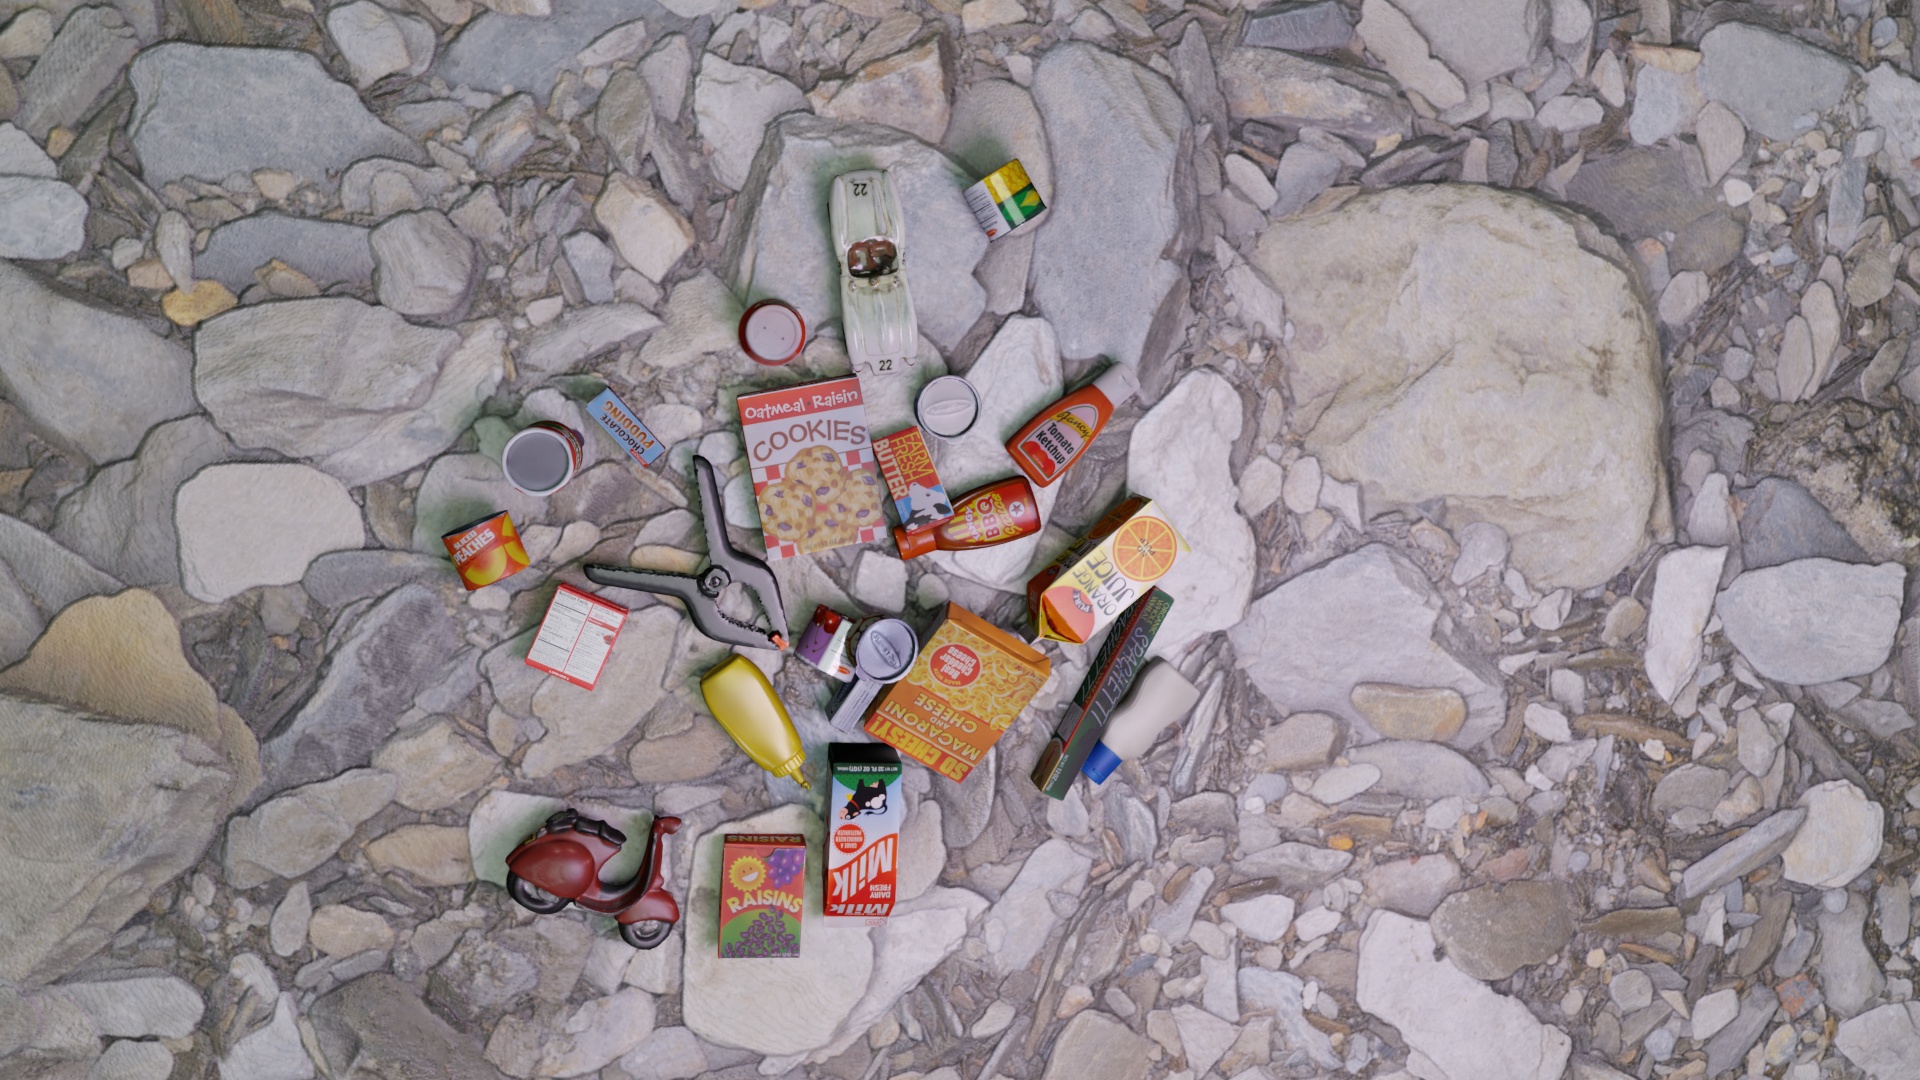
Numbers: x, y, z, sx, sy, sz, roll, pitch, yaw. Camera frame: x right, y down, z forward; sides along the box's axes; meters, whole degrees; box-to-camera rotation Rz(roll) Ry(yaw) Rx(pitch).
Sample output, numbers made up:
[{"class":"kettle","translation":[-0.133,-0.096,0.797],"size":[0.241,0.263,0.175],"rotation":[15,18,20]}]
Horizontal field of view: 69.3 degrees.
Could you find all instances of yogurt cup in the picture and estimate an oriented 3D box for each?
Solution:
[{"class":"yogurt cup","translation":[-0.184,-0.204,1.363],"size":[0.072,0.054,0.072],"rotation":[-1,99,-9]}]

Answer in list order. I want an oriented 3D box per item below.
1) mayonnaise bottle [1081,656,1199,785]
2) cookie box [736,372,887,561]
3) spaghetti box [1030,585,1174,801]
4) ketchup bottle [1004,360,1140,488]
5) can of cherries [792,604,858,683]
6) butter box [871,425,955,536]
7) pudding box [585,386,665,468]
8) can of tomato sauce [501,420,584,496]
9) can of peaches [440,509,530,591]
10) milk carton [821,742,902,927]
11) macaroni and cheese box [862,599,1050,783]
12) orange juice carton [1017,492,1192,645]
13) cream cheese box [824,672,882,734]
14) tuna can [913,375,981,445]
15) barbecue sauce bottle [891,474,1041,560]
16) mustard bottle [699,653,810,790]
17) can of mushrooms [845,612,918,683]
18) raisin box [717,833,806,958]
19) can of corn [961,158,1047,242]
[{"class":"mayonnaise bottle","translation":[0.186,0.197,1.493],"size":[0.064,0.041,0.148],"rotation":[43,90,-12]},{"class":"cookie box","translation":[-0.149,-0.075,1.395],"size":[0.123,0.040,0.167],"rotation":[-11,101,-9]},{"class":"spaghetti box","translation":[0.150,0.158,1.476],"size":[0.028,0.050,0.250],"rotation":[28,92,-15]},{"class":"ketchup bottle","translation":[0.119,-0.124,1.434],"size":[0.149,0.043,0.064],"rotation":[-42,103,-3]},{"class":"can of cherries","translation":[-0.130,0.103,1.410],"size":[0.071,0.071,0.058],"rotation":[27,89,-13]},{"class":"butter box","translation":[-0.048,-0.060,1.402],"size":[0.053,0.024,0.103],"rotation":[-21,76,-5]},{"class":"pudding box","translation":[-0.326,-0.110,1.352],"size":[0.030,0.050,0.083],"rotation":[-42,103,-3]},{"class":"can of tomato sauce","translation":[-0.397,-0.079,1.326],"size":[0.071,0.083,0.071],"rotation":[-1,99,-10]},{"class":"can of peaches","translation":[-0.456,0.010,1.335],"size":[0.071,0.071,0.058],"rotation":[-22,103,-6]},{"class":"milk carton","translation":[-0.104,0.311,1.440],"size":[0.072,0.073,0.190],"rotation":[3,98,-10]},{"class":"macaroni and cheese box","translation":[-0.005,0.157,1.420],"size":[0.124,0.040,0.165],"rotation":[31,117,-11]},{"class":"orange juice carton","translation":[0.139,0.041,1.446],"size":[0.193,0.072,0.073],"rotation":[-40,102,-3]},{"class":"cream cheese box","translation":[-0.100,0.146,1.427],"size":[0.024,0.053,0.104],"rotation":[34,91,-15]},{"class":"tuna can","translation":[-0.013,-0.133,1.414],"size":[0.071,0.033,0.071],"rotation":[-1,98,-10]},{"class":"barbecue sauce bottle","translation":[0.005,-0.018,1.428],"size":[0.149,0.044,0.064],"rotation":[-17,98,-7]},{"class":"mustard bottle","translation":[-0.202,0.193,1.418],"size":[0.065,0.049,0.160],"rotation":[-33,103,-4]},{"class":"can of mushrooms","translation":[-0.080,0.107,1.374],"size":[0.071,0.033,0.071],"rotation":[-5,102,-24]},{"class":"raisin box","translation":[-0.208,0.370,1.447],"size":[0.086,0.040,0.123],"rotation":[3,97,-10]},{"class":"can of corn","translation":[0.045,-0.339,1.380],"size":[0.071,0.071,0.058],"rotation":[-33,102,-4]}]
